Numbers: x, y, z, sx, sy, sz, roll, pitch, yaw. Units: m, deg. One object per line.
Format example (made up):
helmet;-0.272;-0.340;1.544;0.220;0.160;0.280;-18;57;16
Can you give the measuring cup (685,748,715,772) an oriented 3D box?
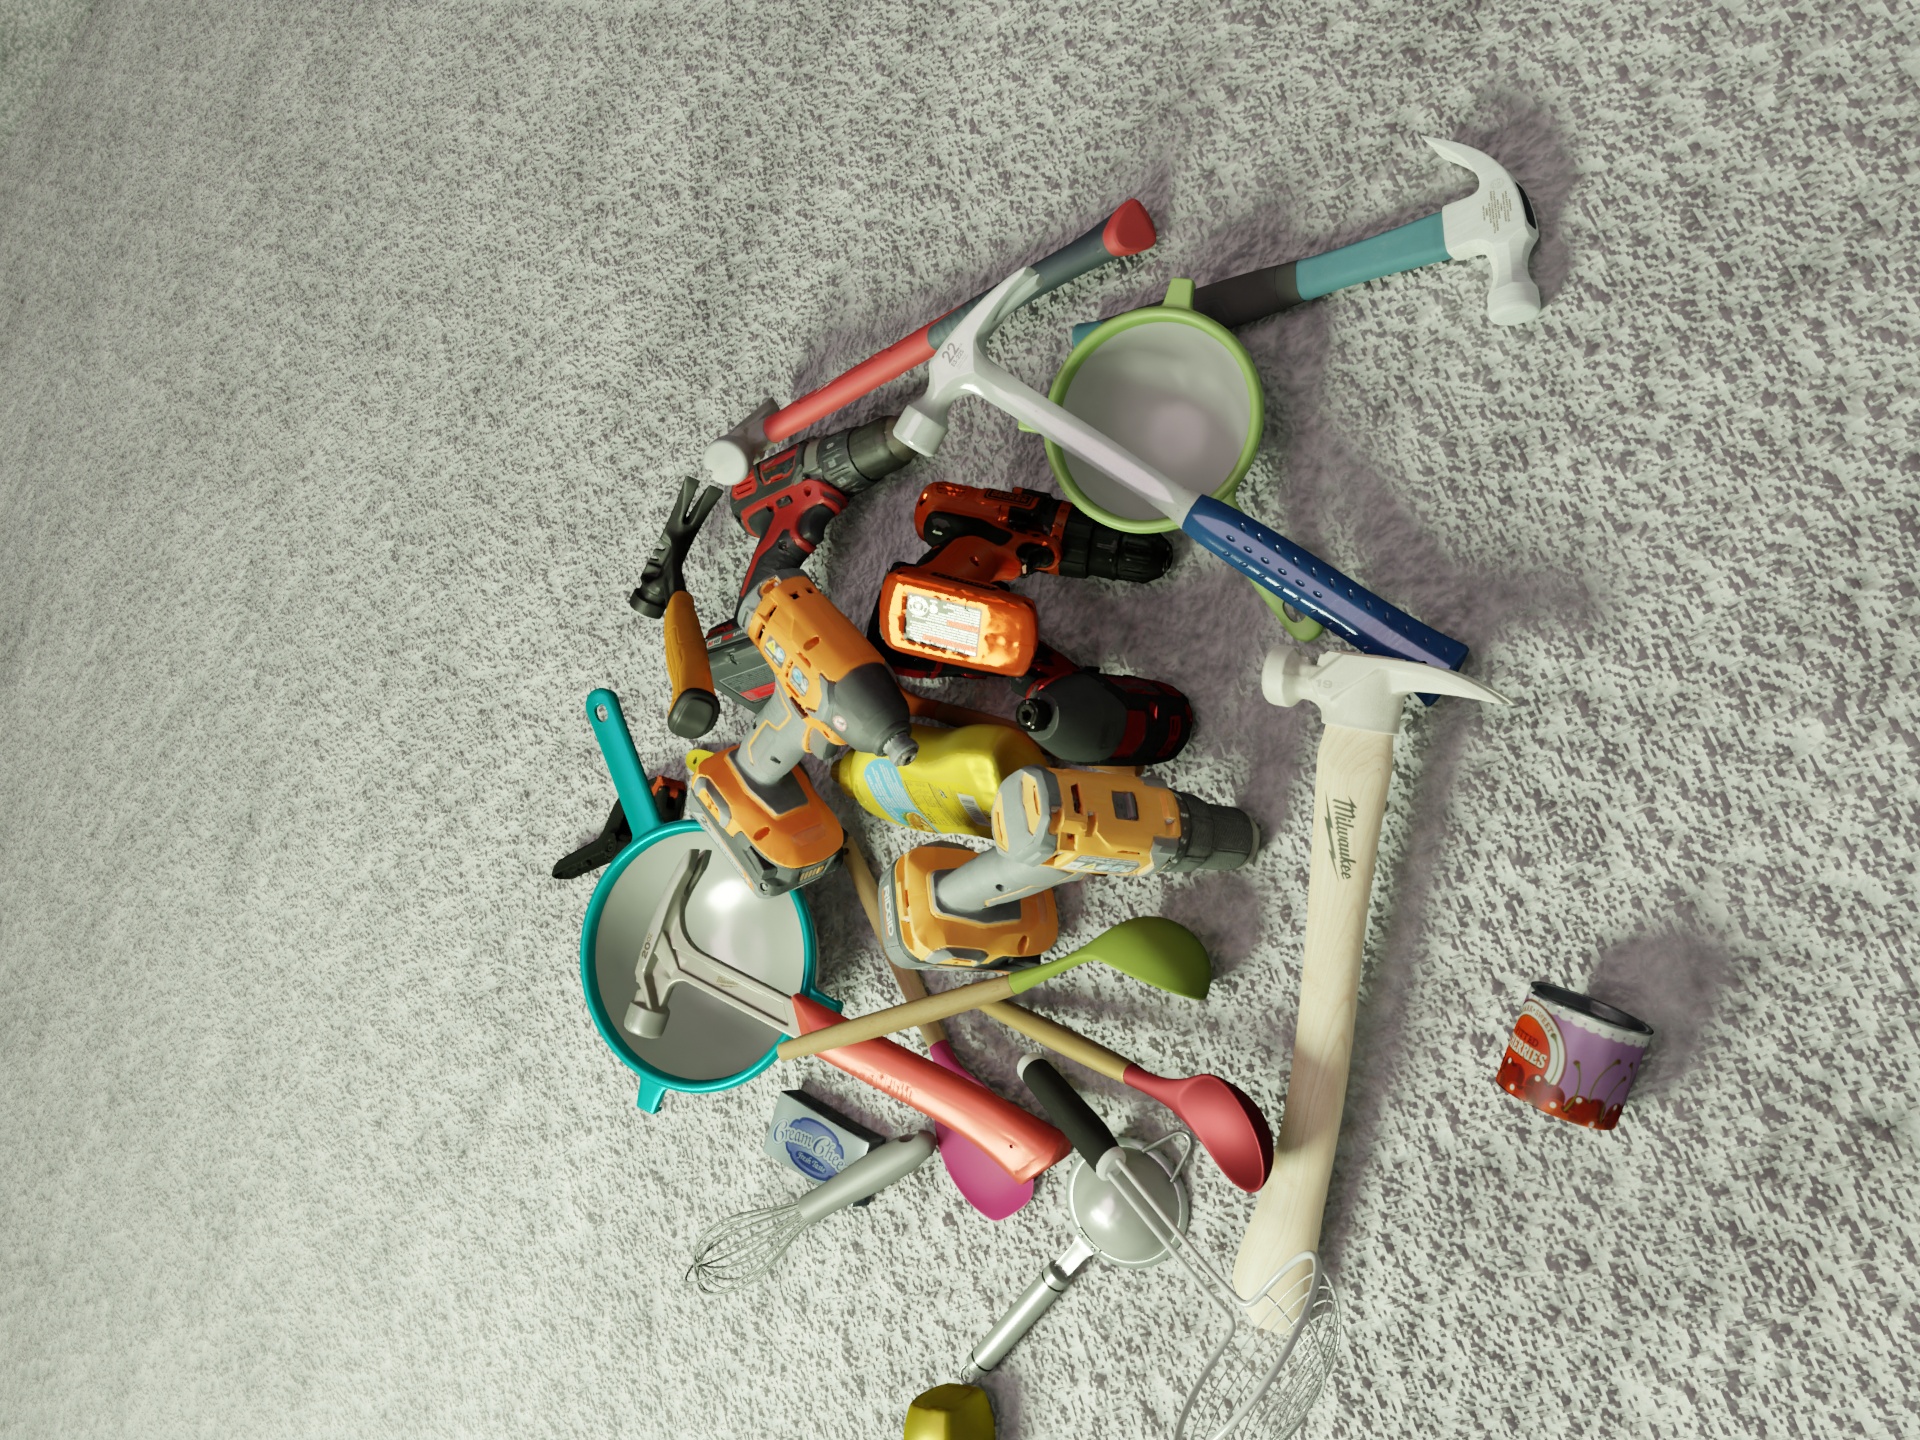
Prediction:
measuring cup;-0.186;0.044;1.348;0.157;0.029;0.062;11;90;52

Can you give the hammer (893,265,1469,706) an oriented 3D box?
hammer;0.143;-0.144;1.018;0.406;0.035;0.144;37;103;20

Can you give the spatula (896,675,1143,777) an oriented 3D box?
spatula;-0.002;-0.004;1.184;0.323;0.041;0.081;16;80;40

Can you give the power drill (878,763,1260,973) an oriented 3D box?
power drill;0.069;0.099;1.049;0.226;0.185;0.084;-40;50;49

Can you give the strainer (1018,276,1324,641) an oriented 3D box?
strainer;0.166;-0.156;1.066;0.151;0.069;0.256;-39;76;18

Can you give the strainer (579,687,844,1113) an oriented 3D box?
strainer;-0.216;0.129;1.286;0.211;0.095;0.340;-29;74;18

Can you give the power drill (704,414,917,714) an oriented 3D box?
power drill;-0.117;-0.133;1.253;0.188;0.080;0.227;-17;53;36

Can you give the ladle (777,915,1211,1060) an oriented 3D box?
ladle;0.015;0.197;1.073;0.320;0.078;0.062;-20;75;21

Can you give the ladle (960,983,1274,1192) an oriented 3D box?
ladle;0.094;0.224;1.043;0.316;0.031;0.069;16;118;53

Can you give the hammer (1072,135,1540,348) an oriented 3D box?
hammer;0.215;-0.287;1.058;0.331;0.033;0.128;-8;78;39

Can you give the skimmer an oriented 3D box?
skimmer;0.101;0.289;0.947;0.127;0.090;0.364;-54;32;3

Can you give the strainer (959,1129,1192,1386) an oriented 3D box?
strainer;0.069;0.370;1.068;0.087;0.050;0.258;44;115;21

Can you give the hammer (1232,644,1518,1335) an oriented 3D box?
hammer;0.227;0.166;0.945;0.146;0.038;0.410;10;96;36

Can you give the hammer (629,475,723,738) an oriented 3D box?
hammer;-0.209;-0.081;1.211;0.127;0.034;0.337;-61;23;17

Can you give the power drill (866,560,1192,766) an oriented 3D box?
power drill;0.039;-0.034;1.092;0.220;0.143;0.078;32;111;40

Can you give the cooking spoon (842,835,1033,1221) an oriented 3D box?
cooking spoon;-0.026;0.219;1.184;0.068;0.017;0.319;-39;60;21

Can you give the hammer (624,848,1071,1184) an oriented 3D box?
hammer;-0.081;0.225;1.151;0.359;0.036;0.149;22;94;23

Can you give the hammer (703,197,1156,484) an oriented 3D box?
hammer;-0.023;-0.296;1.233;0.386;0.143;0.038;-24;109;25

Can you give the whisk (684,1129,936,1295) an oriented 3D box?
whisk;-0.113;0.363;1.179;0.239;0.055;0.055;-34;62;19

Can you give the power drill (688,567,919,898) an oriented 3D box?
power drill;-0.109;0.025;1.133;0.164;0.084;0.226;48;137;24
